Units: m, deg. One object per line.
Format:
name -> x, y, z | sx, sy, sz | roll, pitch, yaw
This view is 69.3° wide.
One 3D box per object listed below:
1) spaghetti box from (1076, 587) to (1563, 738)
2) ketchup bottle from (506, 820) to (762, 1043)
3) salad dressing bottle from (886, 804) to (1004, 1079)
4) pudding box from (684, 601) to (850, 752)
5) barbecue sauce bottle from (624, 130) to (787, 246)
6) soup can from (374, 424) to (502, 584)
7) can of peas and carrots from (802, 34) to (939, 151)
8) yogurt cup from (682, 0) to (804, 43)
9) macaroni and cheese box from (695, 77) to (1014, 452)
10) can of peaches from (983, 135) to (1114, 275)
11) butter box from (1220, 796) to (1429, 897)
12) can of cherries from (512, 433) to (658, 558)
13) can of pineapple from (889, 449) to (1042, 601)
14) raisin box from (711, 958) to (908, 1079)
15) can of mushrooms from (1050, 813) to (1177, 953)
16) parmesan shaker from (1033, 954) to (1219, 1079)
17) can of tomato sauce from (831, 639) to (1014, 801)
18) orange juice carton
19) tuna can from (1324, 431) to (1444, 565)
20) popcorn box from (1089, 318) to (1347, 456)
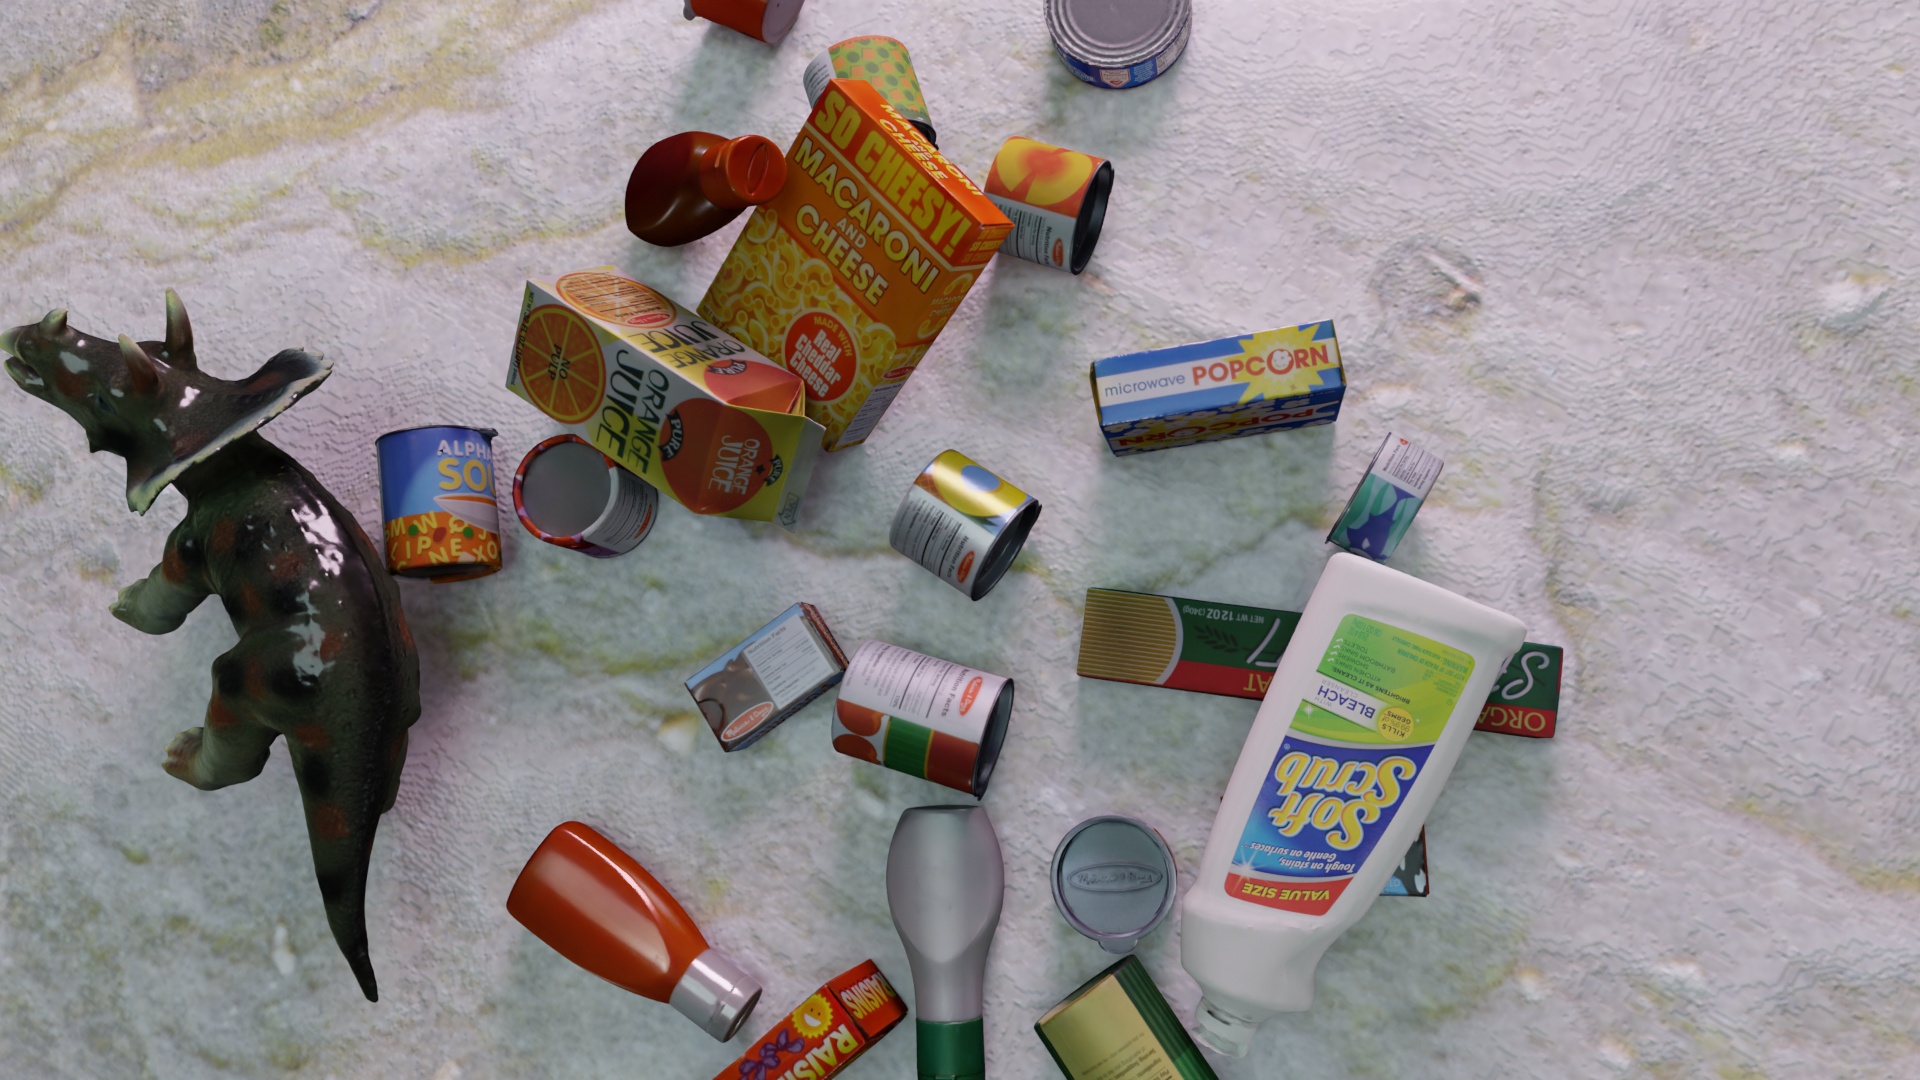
spaghetti box -> 0.188, 0.065, 0.741 | 0.250, 0.028, 0.050 | 7, 84, 12
ketchup bottle -> -0.181, 0.223, 0.780 | 0.149, 0.043, 0.064 | 32, 90, 13
salad dressing bottle -> -0.007, 0.219, 0.749 | 0.064, 0.044, 0.148 | -3, 82, 9
pudding box -> -0.109, 0.078, 0.795 | 0.083, 0.030, 0.050 | -35, 78, 4
barbecue sauce bottle -> -0.146, -0.204, 0.792 | 0.148, 0.044, 0.065 | 12, 85, 57
soup can -> -0.309, -0.021, 0.830 | 0.071, 0.071, 0.084 | -10, 81, 9
can of peas and carrots -> -0.052, -0.254, 0.817 | 0.071, 0.071, 0.059 | -19, 78, 8
yogurt cup -> -0.128, -0.340, 0.845 | 0.054, 0.072, 0.072 | 31, 89, 5
macaroni and cheese box -> -0.063, -0.152, 0.778 | 0.124, 0.040, 0.165 | 47, 122, 13
can of peaches -> 0.049, -0.192, 0.788 | 0.058, 0.071, 0.071 | 19, 86, 13
butter box -> 0.190, 0.159, 0.728 | 0.103, 0.024, 0.053 | -3, 82, 11
can of cherries -> -0.223, -0.026, 0.818 | 0.071, 0.058, 0.071 | -1, 82, 10
can of pineapple -> 0.003, -0.010, 0.770 | 0.058, 0.071, 0.071 | 33, 89, 14
raisin box -> -0.093, 0.280, 0.733 | 0.123, 0.086, 0.040 | -41, 75, 3
can of mushrooms -> 0.082, 0.182, 0.741 | 0.071, 0.033, 0.071 | -1, 81, 10
parmesan shaker -> 0.095, 0.272, 0.709 | 0.071, 0.071, 0.103 | -36, 76, 4
can of tomato sauce -> -0.020, 0.097, 0.758 | 0.083, 0.071, 0.071 | 15, 85, 13
orange juice carton -> -0.160, -0.080, 0.788 | 0.193, 0.073, 0.071 | 32, 120, 18
tuna can -> 0.222, -0.019, 0.729 | 0.033, 0.071, 0.071 | 30, 89, 13
popcorn box -> 0.137, -0.079, 0.743 | 0.127, 0.085, 0.038 | -9, 80, 10
